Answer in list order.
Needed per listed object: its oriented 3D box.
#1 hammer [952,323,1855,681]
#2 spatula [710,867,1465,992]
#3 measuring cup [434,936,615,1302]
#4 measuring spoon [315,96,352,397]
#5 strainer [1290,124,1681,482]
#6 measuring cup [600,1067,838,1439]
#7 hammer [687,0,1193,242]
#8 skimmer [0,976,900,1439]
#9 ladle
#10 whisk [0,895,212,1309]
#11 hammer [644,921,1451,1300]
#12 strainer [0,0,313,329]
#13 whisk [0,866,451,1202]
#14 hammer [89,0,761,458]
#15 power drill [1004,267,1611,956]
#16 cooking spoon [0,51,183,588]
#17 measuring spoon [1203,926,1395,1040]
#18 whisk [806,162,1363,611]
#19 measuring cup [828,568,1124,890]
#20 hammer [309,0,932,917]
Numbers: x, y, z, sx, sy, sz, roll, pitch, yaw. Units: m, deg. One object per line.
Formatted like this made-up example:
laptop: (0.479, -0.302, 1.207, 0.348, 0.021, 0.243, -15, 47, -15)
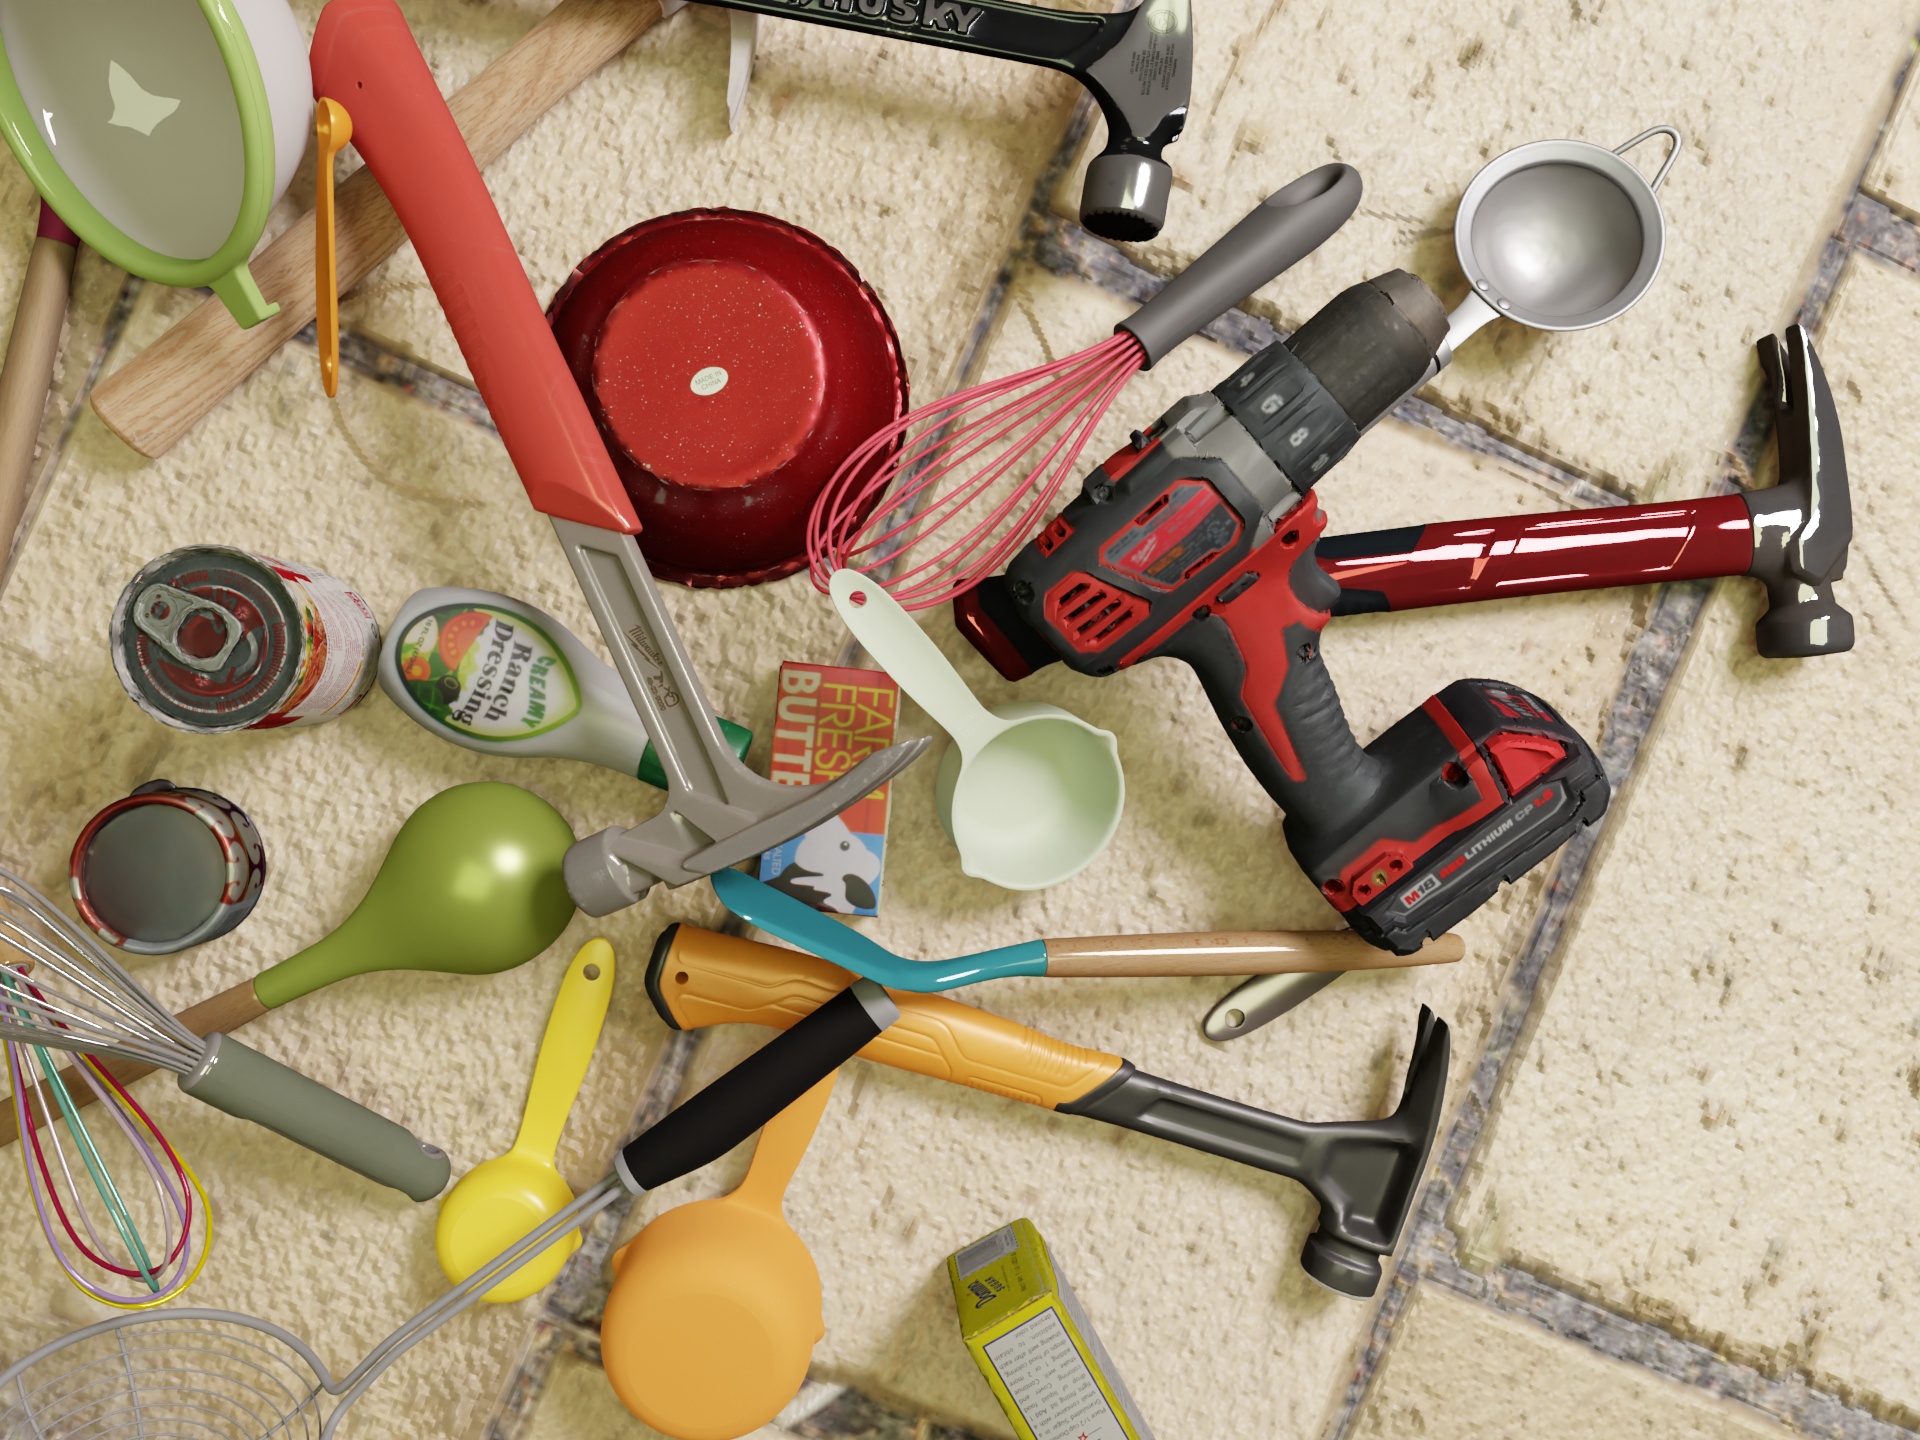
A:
hammer: (0.188, -0.080, 0.680, 0.386, 0.038, 0.143, -6, 90, -4)
spatula: (0.059, 0.085, 0.643, 0.317, 0.082, 0.044, 1, 96, -12)
measuring cup: (-0.174, 0.166, 0.658, 0.062, 0.029, 0.156, 18, 92, -4)
measuring spoon: (-0.240, -0.179, 0.611, 0.011, 0.021, 0.116, -11, 129, -34)
strainer: (0.200, -0.159, 0.665, 0.258, 0.050, 0.087, -40, 78, -9)
measuring cup: (-0.086, 0.209, 0.640, 0.095, 0.052, 0.173, 22, 101, -4)
hammer: (-0.107, -0.300, 0.624, 0.409, 0.036, 0.149, 10, 89, -3)
skimmer: (-0.191, 0.190, 0.598, 0.363, 0.127, 0.090, -35, 120, -6)
ladle: (-0.302, 0.119, 0.650, 0.320, 0.062, 0.078, -27, 98, 3)
whisk: (-0.357, 0.116, 0.617, 0.047, 0.051, 0.245, -30, 75, -16)
hammer: (0.035, 0.139, 0.669, 0.337, 0.034, 0.127, 17, 97, -3)
strainer: (-0.339, -0.270, 0.611, 0.256, 0.069, 0.151, 29, 131, 15)
whisk: (-0.294, 0.125, 0.598, 0.246, 0.058, 0.059, 41, 77, -32)
hammer: (-0.216, -0.225, 0.651, 0.331, 0.031, 0.130, -42, 93, -2)
power drill: (0.153, -0.040, 0.615, 0.188, 0.080, 0.226, -41, 107, 13)
cooking spoon: (-0.373, -0.169, 0.646, 0.068, 0.017, 0.319, 13, 89, -3)
measuring spoon: (0.160, 0.106, 0.689, 0.124, 0.018, 0.034, -31, 93, -3)
whisk: (0.057, -0.142, 0.654, 0.296, 0.073, 0.073, -39, 93, -11)
measuring cup: (-0.001, -0.002, 0.642, 0.083, 0.038, 0.167, -43, 114, -3)
hammer: (-0.148, -0.113, 0.601, 0.149, 0.036, 0.359, -26, 87, 15)
